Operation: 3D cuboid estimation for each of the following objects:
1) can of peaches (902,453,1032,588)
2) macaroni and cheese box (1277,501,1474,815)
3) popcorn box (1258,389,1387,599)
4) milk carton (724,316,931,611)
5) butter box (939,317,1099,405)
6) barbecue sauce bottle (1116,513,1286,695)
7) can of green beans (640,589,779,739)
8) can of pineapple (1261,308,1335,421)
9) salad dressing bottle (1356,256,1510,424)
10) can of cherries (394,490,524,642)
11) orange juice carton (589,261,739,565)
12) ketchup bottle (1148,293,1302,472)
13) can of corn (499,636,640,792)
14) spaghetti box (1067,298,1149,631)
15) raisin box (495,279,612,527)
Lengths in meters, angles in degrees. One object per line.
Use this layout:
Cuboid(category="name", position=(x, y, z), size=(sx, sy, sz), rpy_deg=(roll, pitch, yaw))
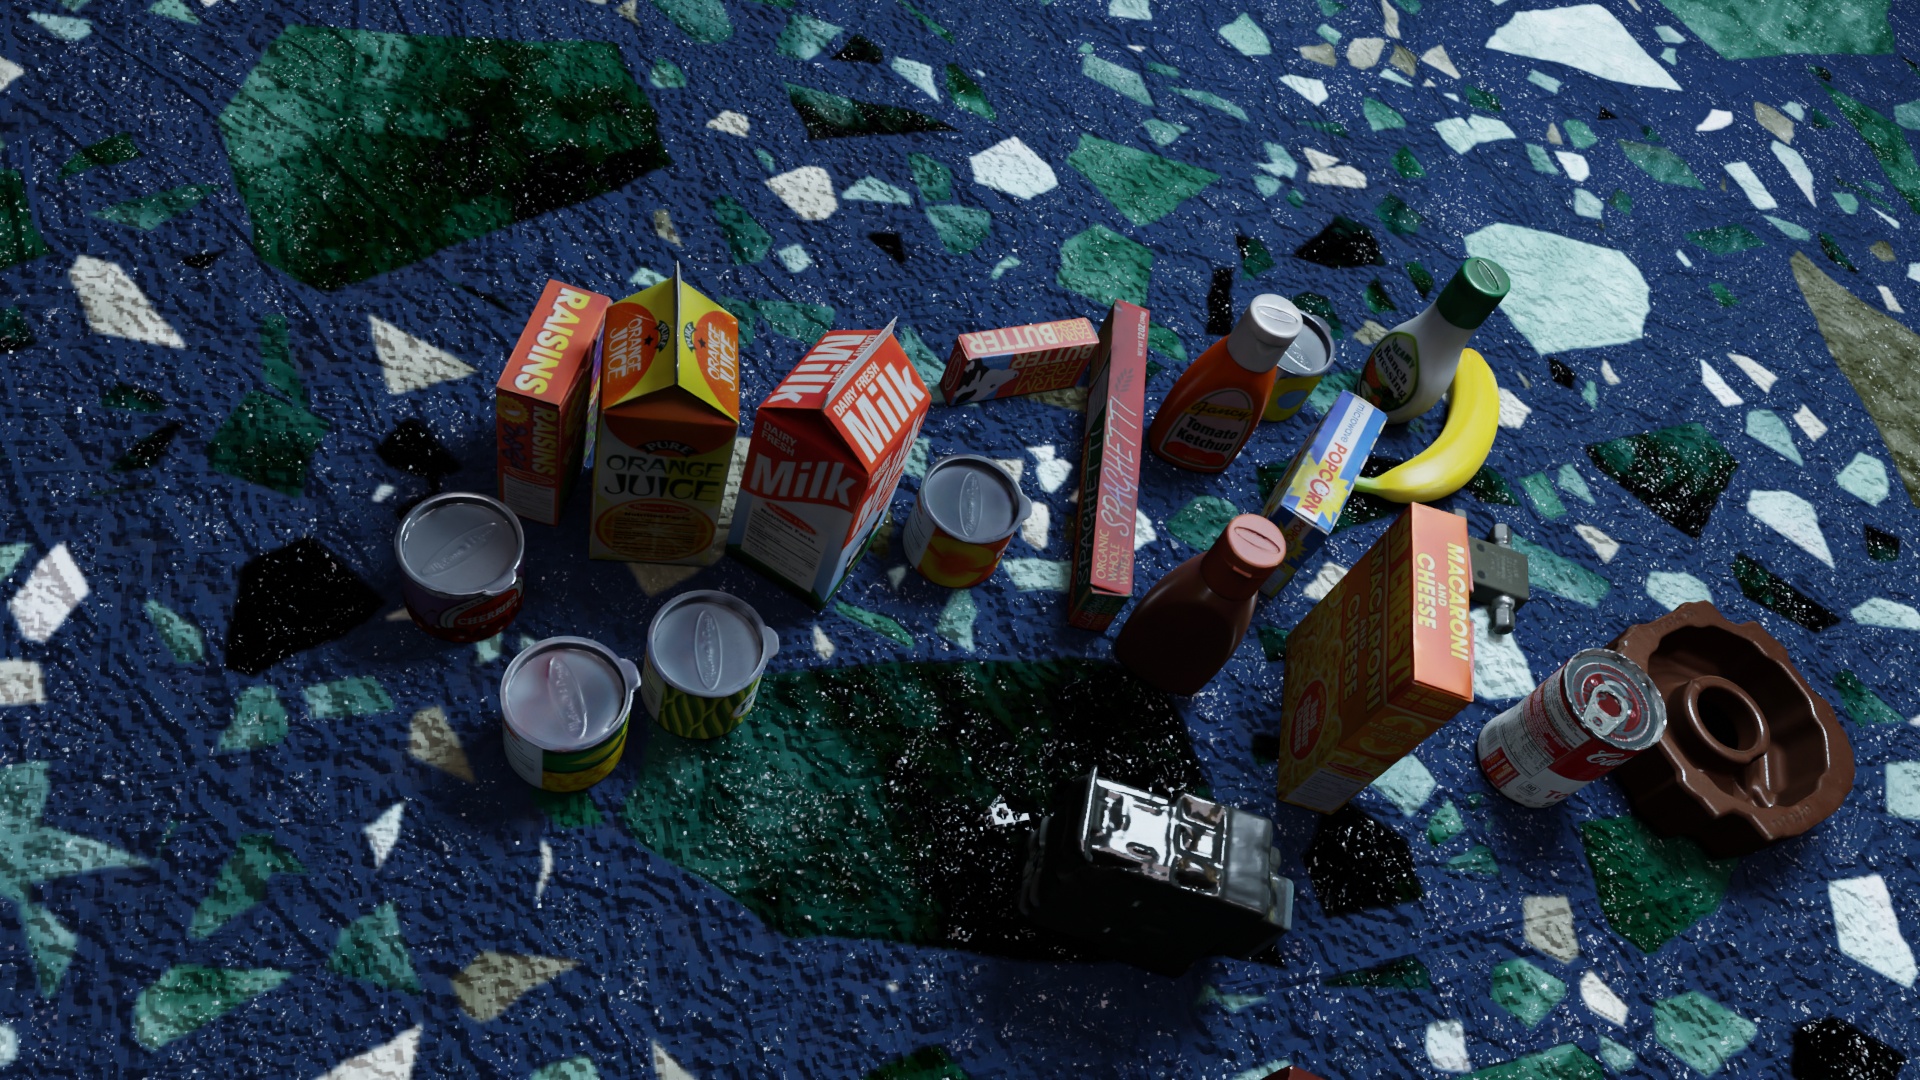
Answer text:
Cuboid(category="can of peaches", position=(0.003, -0.011, 0.876), size=(0.071, 0.057, 0.071), rpy_deg=(8, 56, -12))
Cuboid(category="macaroni and cheese box", position=(0.245, 0.074, 0.829), size=(0.040, 0.165, 0.124), rpy_deg=(17, 55, -6))
Cuboid(category="popcorn box", position=(0.238, -0.032, 0.946), size=(0.038, 0.084, 0.127), rpy_deg=(33, 54, 5))
Cuboid(category="milk carton", position=(-0.075, -0.047, 0.794), size=(0.073, 0.189, 0.073), rpy_deg=(32, 55, 4))
Cuboid(category="butter box", position=(0.040, -0.124, 0.965), size=(0.104, 0.052, 0.024), rpy_deg=(-11, 62, -24))
Cuboid(category="barbecue sauce bottle", position=(0.146, 0.039, 0.833), size=(0.065, 0.147, 0.044), rpy_deg=(28, 54, 2))
Cuboid(category="can of green beans", position=(-0.144, 0.070, 0.777), size=(0.071, 0.057, 0.071), rpy_deg=(8, 56, -12))
Cuboid(category="can of pineapple", position=(0.236, -0.130, 1.026), size=(0.071, 0.057, 0.071), rpy_deg=(8, 56, -12))
Cuboid(category="salad dressing bottle", position=(0.345, -0.145, 1.015), size=(0.044, 0.147, 0.064), rpy_deg=(-8, 61, -22))
Cuboid(category="can of cherries", position=(-0.275, 0.017, 0.770), size=(0.071, 0.058, 0.072), rpy_deg=(8, 56, -12))
Cuboid(category="orange juice carton", position=(-0.166, -0.065, 0.776), size=(0.073, 0.191, 0.072), rpy_deg=(4, 57, -15))
Cuboid(category="ketchup bottle", position=(0.181, -0.105, 0.937), size=(0.065, 0.148, 0.044), rpy_deg=(16, 55, -7))
Cuboid(category="can of corn", position=(-0.208, 0.093, 0.742), size=(0.071, 0.058, 0.071), rpy_deg=(8, 56, -12))
Cuboid(category="spaghetti box", position=(0.101, -0.055, 0.940), size=(0.029, 0.050, 0.251), rpy_deg=(14, 55, -8))
Cuboid(category="raisin box", position=(-0.236, -0.077, 0.805), size=(0.040, 0.122, 0.086), rpy_deg=(17, 55, -6))
